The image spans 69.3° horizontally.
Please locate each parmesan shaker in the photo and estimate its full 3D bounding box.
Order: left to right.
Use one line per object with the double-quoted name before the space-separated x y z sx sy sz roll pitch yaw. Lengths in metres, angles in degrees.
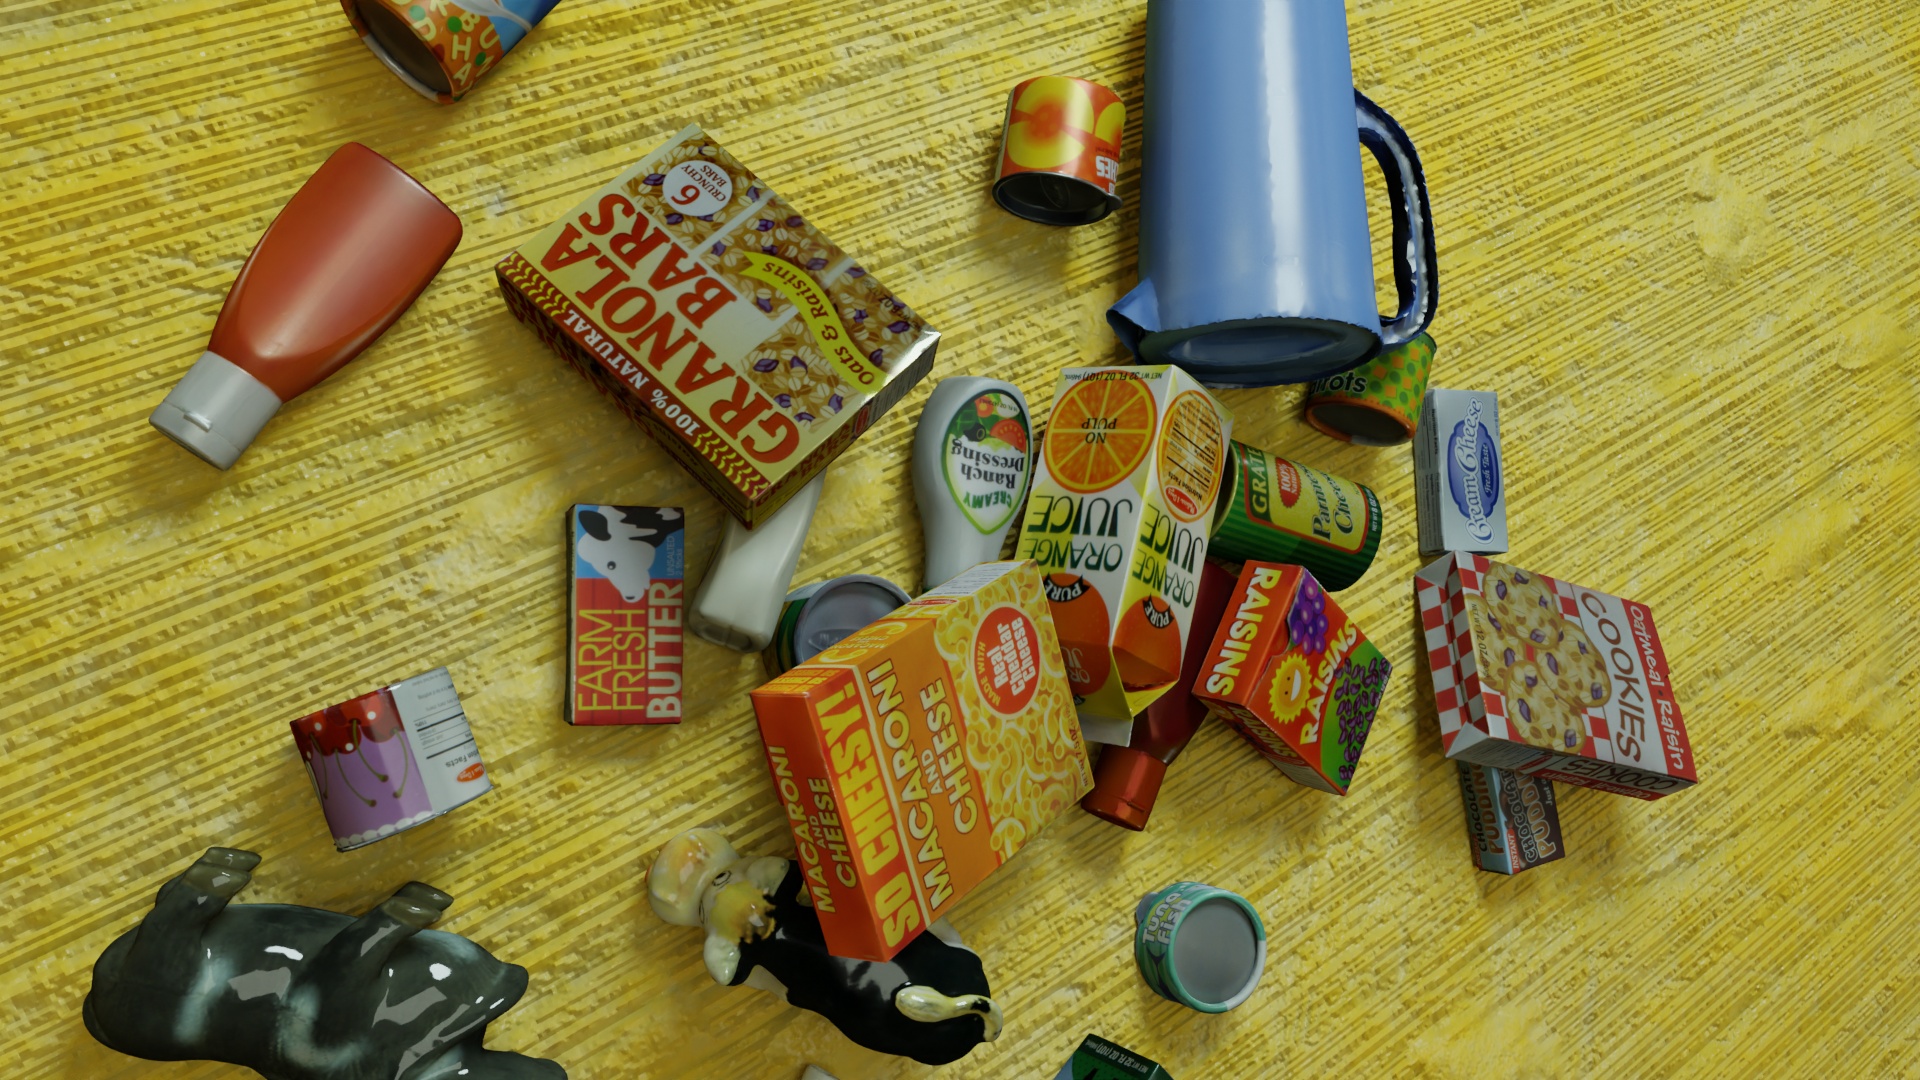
"parmesan shaker" 0.178 -0.017 0.788 0.103 0.071 0.071 16 78 -22

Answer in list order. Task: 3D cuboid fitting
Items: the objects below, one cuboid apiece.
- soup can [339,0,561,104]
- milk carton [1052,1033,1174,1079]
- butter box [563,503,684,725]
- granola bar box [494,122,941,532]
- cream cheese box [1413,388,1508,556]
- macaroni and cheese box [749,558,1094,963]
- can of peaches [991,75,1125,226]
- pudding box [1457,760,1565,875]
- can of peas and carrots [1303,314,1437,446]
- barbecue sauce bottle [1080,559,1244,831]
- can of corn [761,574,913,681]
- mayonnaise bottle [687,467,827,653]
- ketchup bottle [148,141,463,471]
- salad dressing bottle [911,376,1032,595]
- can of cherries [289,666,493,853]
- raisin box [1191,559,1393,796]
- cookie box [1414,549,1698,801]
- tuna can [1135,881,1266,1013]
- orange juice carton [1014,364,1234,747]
"soup can" -0.226 -0.252 0.630 0.071 0.071 0.084 41 70 -15
"milk carton" 0.044 0.348 0.683 0.191 0.072 0.073 -45 103 -21
"butter box" -0.158 0.035 0.654 0.053 0.024 0.103 1 83 -23
"granola bar box" -0.112 -0.102 0.649 0.166 0.039 0.124 42 68 11
"cream cheese box" 0.313 -0.042 0.872 0.053 0.024 0.104 0 84 -23
"macaroni and cheese box" -0.011 0.094 0.634 0.167 0.040 0.123 -27 106 -48
"can of peaches" 0.056 -0.210 0.752 0.071 0.071 0.058 13 79 -22
"pudding box" 0.339 0.159 0.858 0.050 0.030 0.083 -8 87 -24
"can of peas and carrots" 0.240 -0.095 0.823 0.071 0.071 0.059 22 77 -20
"barbecue sauce bottle" 0.109 0.083 0.757 0.065 0.043 0.149 29 74 -23
"can of corn" -0.058 0.054 0.678 0.071 0.058 0.071 3 83 -24
"mayonnaise bottle" -0.090 -0.022 0.672 0.041 0.064 0.148 18 72 -8
"ketchup bottle" -0.285 -0.099 0.602 0.064 0.043 0.149 37 71 -15
"salad dressing bottle" 0.003 -0.009 0.719 0.064 0.044 0.148 11 81 -31
"can of cherries" -0.243 0.092 0.588 0.072 0.071 0.058 -22 93 -24
"raisin box" 0.187 0.077 0.771 0.123 0.040 0.086 40 69 -39
"cookie box" 0.365 0.084 0.850 0.167 0.040 0.123 14 57 -22
"tuna can" 0.130 0.220 0.757 0.071 0.032 0.071 3 83 -24
"orange juice carton" 0.079 0.009 0.723 0.073 0.072 0.193 28 72 -48
